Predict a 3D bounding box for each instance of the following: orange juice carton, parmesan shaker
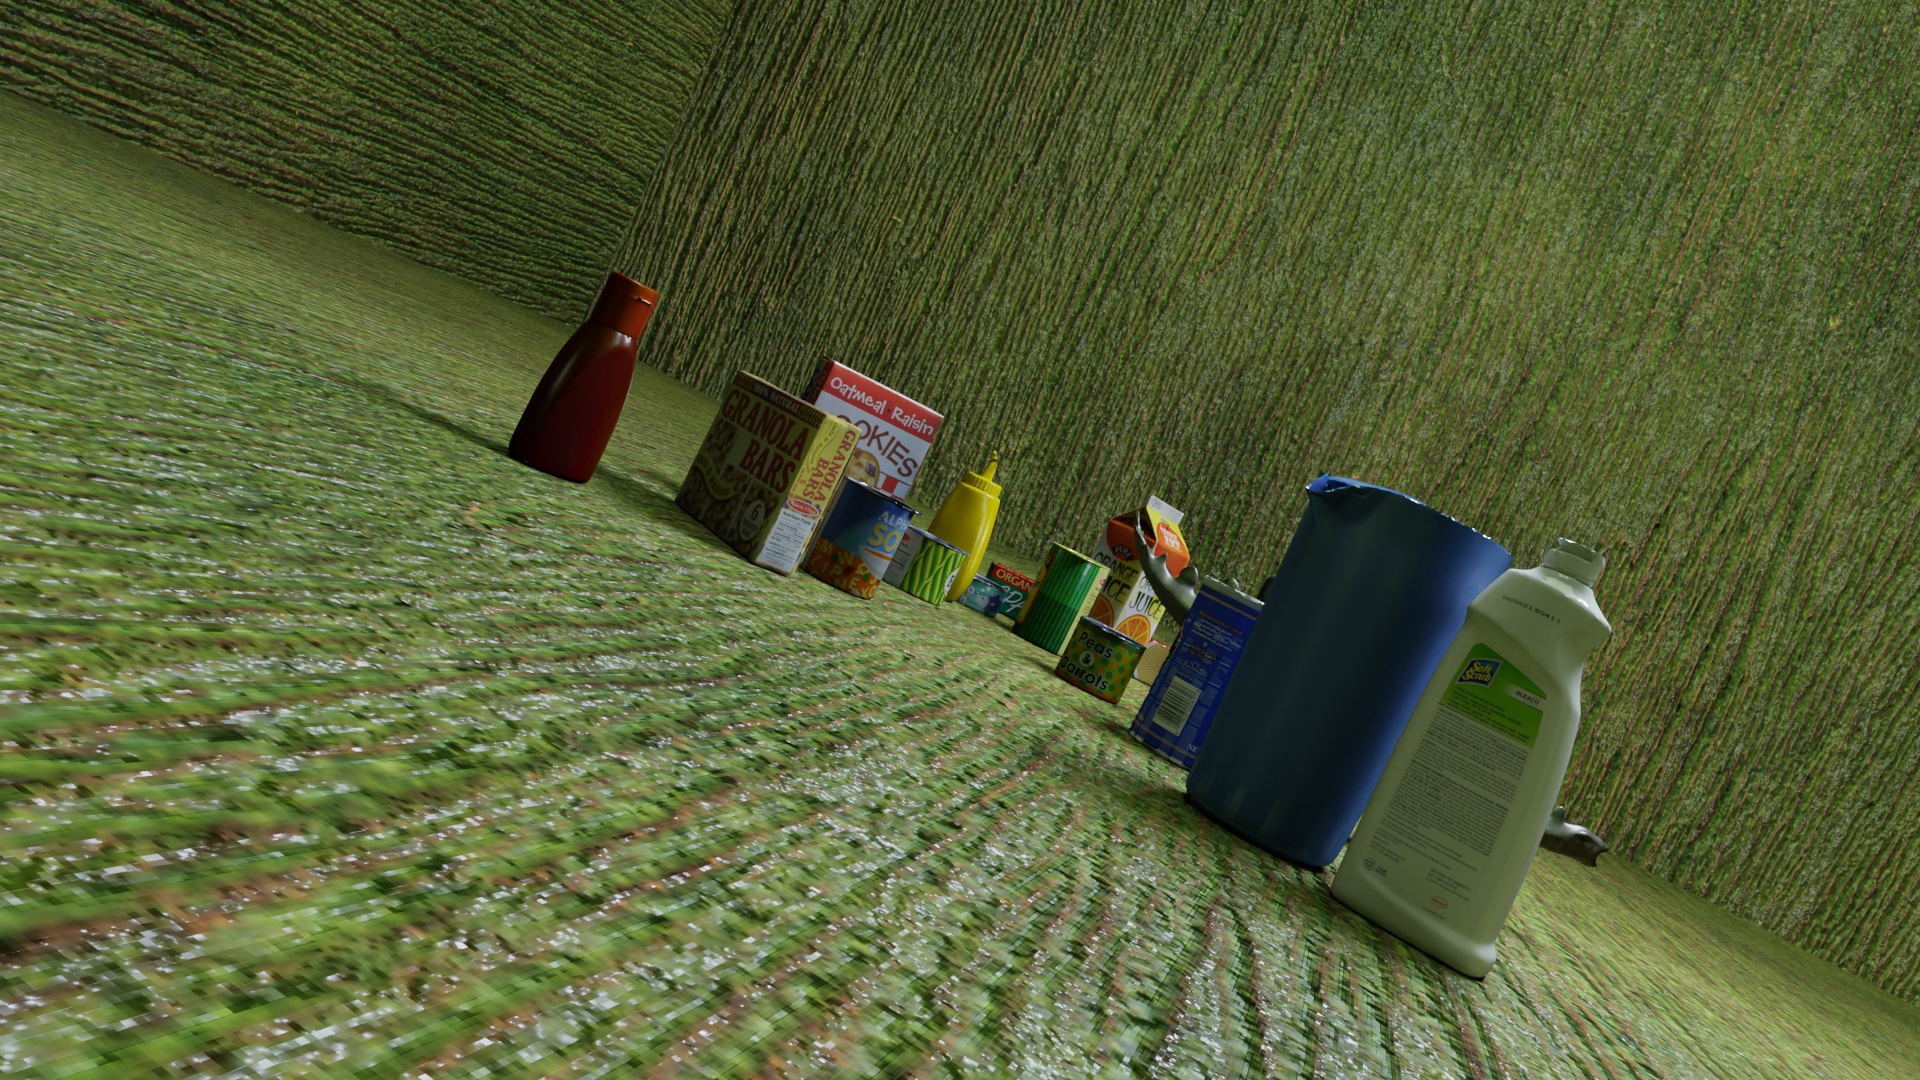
[{"bbox_3d":[0.183,0.046,1.512,0.073,0.192,0.072,28,3,43],"label":"orange juice carton"},{"bbox_3d":[0.103,0.061,1.437,0.071,0.103,0.071,26,2,-1],"label":"parmesan shaker"}]

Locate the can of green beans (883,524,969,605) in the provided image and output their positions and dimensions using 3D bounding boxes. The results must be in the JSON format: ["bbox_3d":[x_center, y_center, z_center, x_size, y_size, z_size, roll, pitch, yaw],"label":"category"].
[{"bbox_3d":[-0.035,0.024,1.347,0.071,0.058,0.071,26,3,-1],"label":"can of green beans"}]

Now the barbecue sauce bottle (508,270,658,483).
[{"bbox_3d":[-0.262,-0.117,0.987,0.044,0.148,0.065,28,3,35],"label":"barbecue sauce bottle"}]

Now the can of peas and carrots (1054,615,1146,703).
[{"bbox_3d":[0.126,0.108,1.257,0.071,0.058,0.071,26,3,-1],"label":"can of peas and carrots"}]

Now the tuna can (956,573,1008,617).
[{"bbox_3d":[0.015,0.054,1.490,0.071,0.033,0.071,26,3,-1],"label":"tuna can"}]

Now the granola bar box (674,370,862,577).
[{"bbox_3d":[-0.153,-0.056,1.090,0.039,0.124,0.166,25,3,-37],"label":"granola bar box"}]

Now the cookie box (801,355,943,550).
[{"bbox_3d":[-0.107,-0.068,1.274,0.123,0.167,0.040,25,3,-29],"label":"cookie box"}]

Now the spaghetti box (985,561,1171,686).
[{"bbox_3d":[0.138,0.100,1.582,0.250,0.050,0.029,26,2,-1],"label":"spaghetti box"}]

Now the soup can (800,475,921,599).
[{"bbox_3d":[-0.081,-0.001,1.136,0.071,0.083,0.071,26,3,-1],"label":"soup can"}]

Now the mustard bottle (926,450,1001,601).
[{"bbox_3d":[0.005,-0.018,1.427,0.065,0.160,0.049,27,2,8],"label":"mustard bottle"}]
